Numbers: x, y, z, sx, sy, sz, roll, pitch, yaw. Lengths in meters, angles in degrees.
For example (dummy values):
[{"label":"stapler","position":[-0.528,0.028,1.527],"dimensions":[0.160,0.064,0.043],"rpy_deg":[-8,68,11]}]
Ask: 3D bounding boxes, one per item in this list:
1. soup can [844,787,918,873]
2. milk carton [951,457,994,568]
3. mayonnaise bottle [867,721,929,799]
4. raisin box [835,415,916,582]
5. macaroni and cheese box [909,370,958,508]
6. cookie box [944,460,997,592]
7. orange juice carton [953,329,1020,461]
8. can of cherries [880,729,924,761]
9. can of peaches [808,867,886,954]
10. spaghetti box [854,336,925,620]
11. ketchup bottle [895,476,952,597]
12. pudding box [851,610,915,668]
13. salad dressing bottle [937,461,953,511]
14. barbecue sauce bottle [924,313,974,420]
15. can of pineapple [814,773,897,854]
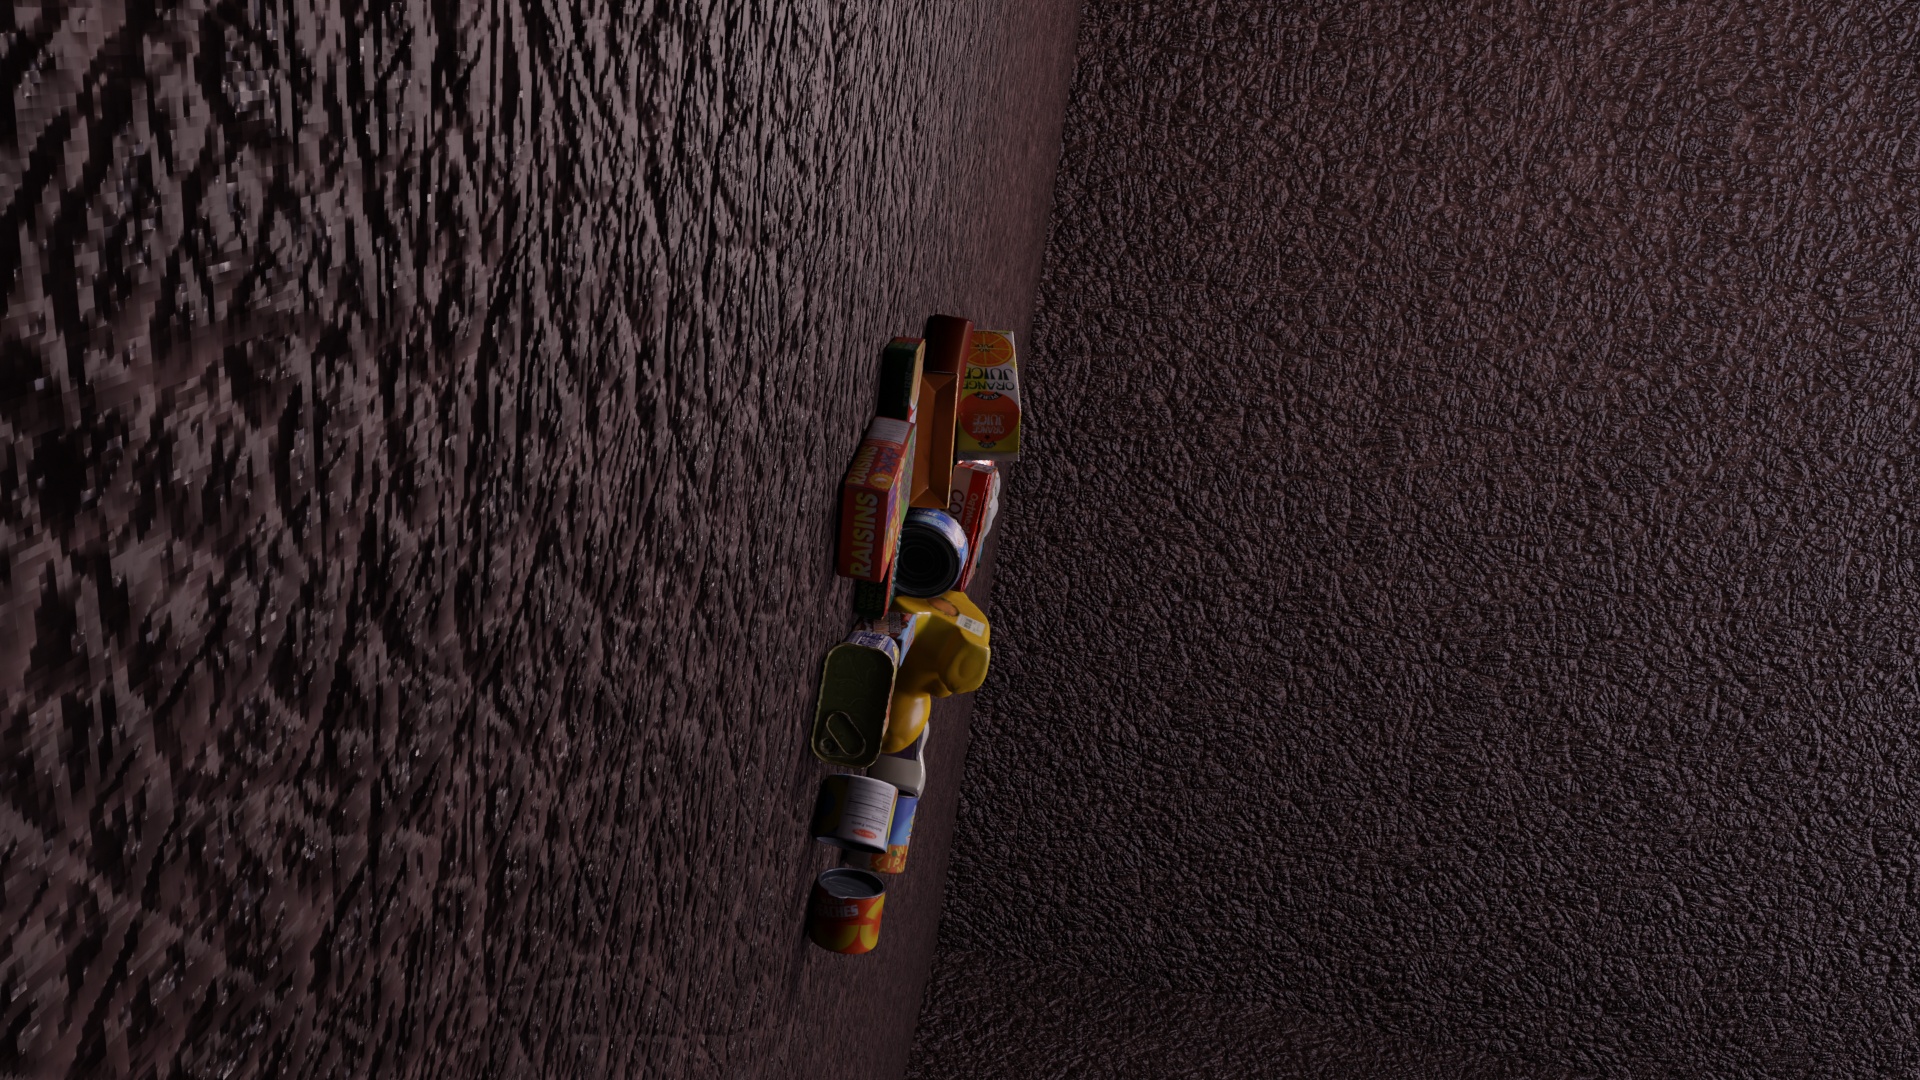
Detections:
[{"label":"soup can","position":[-0.083,0.308,1.490],"dimensions":[0.071,0.071,0.084],"rpy_deg":[47,54,-85]},{"label":"milk carton","position":[-0.001,-0.056,1.692],"dimensions":[0.189,0.073,0.073],"rpy_deg":[94,8,-51]},{"label":"mayonnaise bottle","position":[-0.066,0.227,1.602],"dimensions":[0.041,0.065,0.149],"rpy_deg":[93,4,-51]},{"label":"raisin box","position":[-0.068,-0.035,1.121],"dimensions":[0.124,0.040,0.085],"rpy_deg":[-75,174,-58]},{"label":"macaroni and cheese box","position":[-0.026,-0.099,1.321],"dimensions":[0.166,0.040,0.123],"rpy_deg":[-99,-166,-83]},{"label":"cookie box","position":[0.005,-0.018,1.449],"dimensions":[0.167,0.040,0.122],"rpy_deg":[-48,150,-84]},{"label":"orange juice carton","position":[0.028,-0.158,1.604],"dimensions":[0.072,0.072,0.194],"rpy_deg":[96,-6,-46]},{"label":"can of cherries","position":[-0.070,0.203,1.502],"dimensions":[0.071,0.058,0.071],"rpy_deg":[3,96,-86]},{"label":"can of peaches","position":[-0.107,0.348,1.304],"dimensions":[0.071,0.071,0.058],"rpy_deg":[-56,156,-79]},{"label":"spaghetti box","position":[-0.062,-0.052,1.215],"dimensions":[0.050,0.029,0.249],"rpy_deg":[-68,167,-69]},{"label":"ketchup bottle","position":[-0.039,0.002,1.534],"dimensions":[0.064,0.043,0.149],"rpy_deg":[116,-13,-70]},{"label":"pudding box","position":[-0.071,0.089,1.280],"dimensions":[0.084,0.050,0.030],"rpy_deg":[-62,160,-76]},{"label":"salad dressing bottle","position":[-0.037,-0.039,1.459],"dimensions":[0.148,0.044,0.064],"rpy_deg":[-75,163,-50]},{"label":"barbecue sauce bottle","position":[-0.019,-0.157,1.432],"dimensions":[0.065,0.044,0.148],"rpy_deg":[-106,-154,-83]},{"label":"can of pineapple","position":[-0.094,0.246,1.248],"dimensions":[0.070,0.071,0.058],"rpy_deg":[88,12,-69]}]
